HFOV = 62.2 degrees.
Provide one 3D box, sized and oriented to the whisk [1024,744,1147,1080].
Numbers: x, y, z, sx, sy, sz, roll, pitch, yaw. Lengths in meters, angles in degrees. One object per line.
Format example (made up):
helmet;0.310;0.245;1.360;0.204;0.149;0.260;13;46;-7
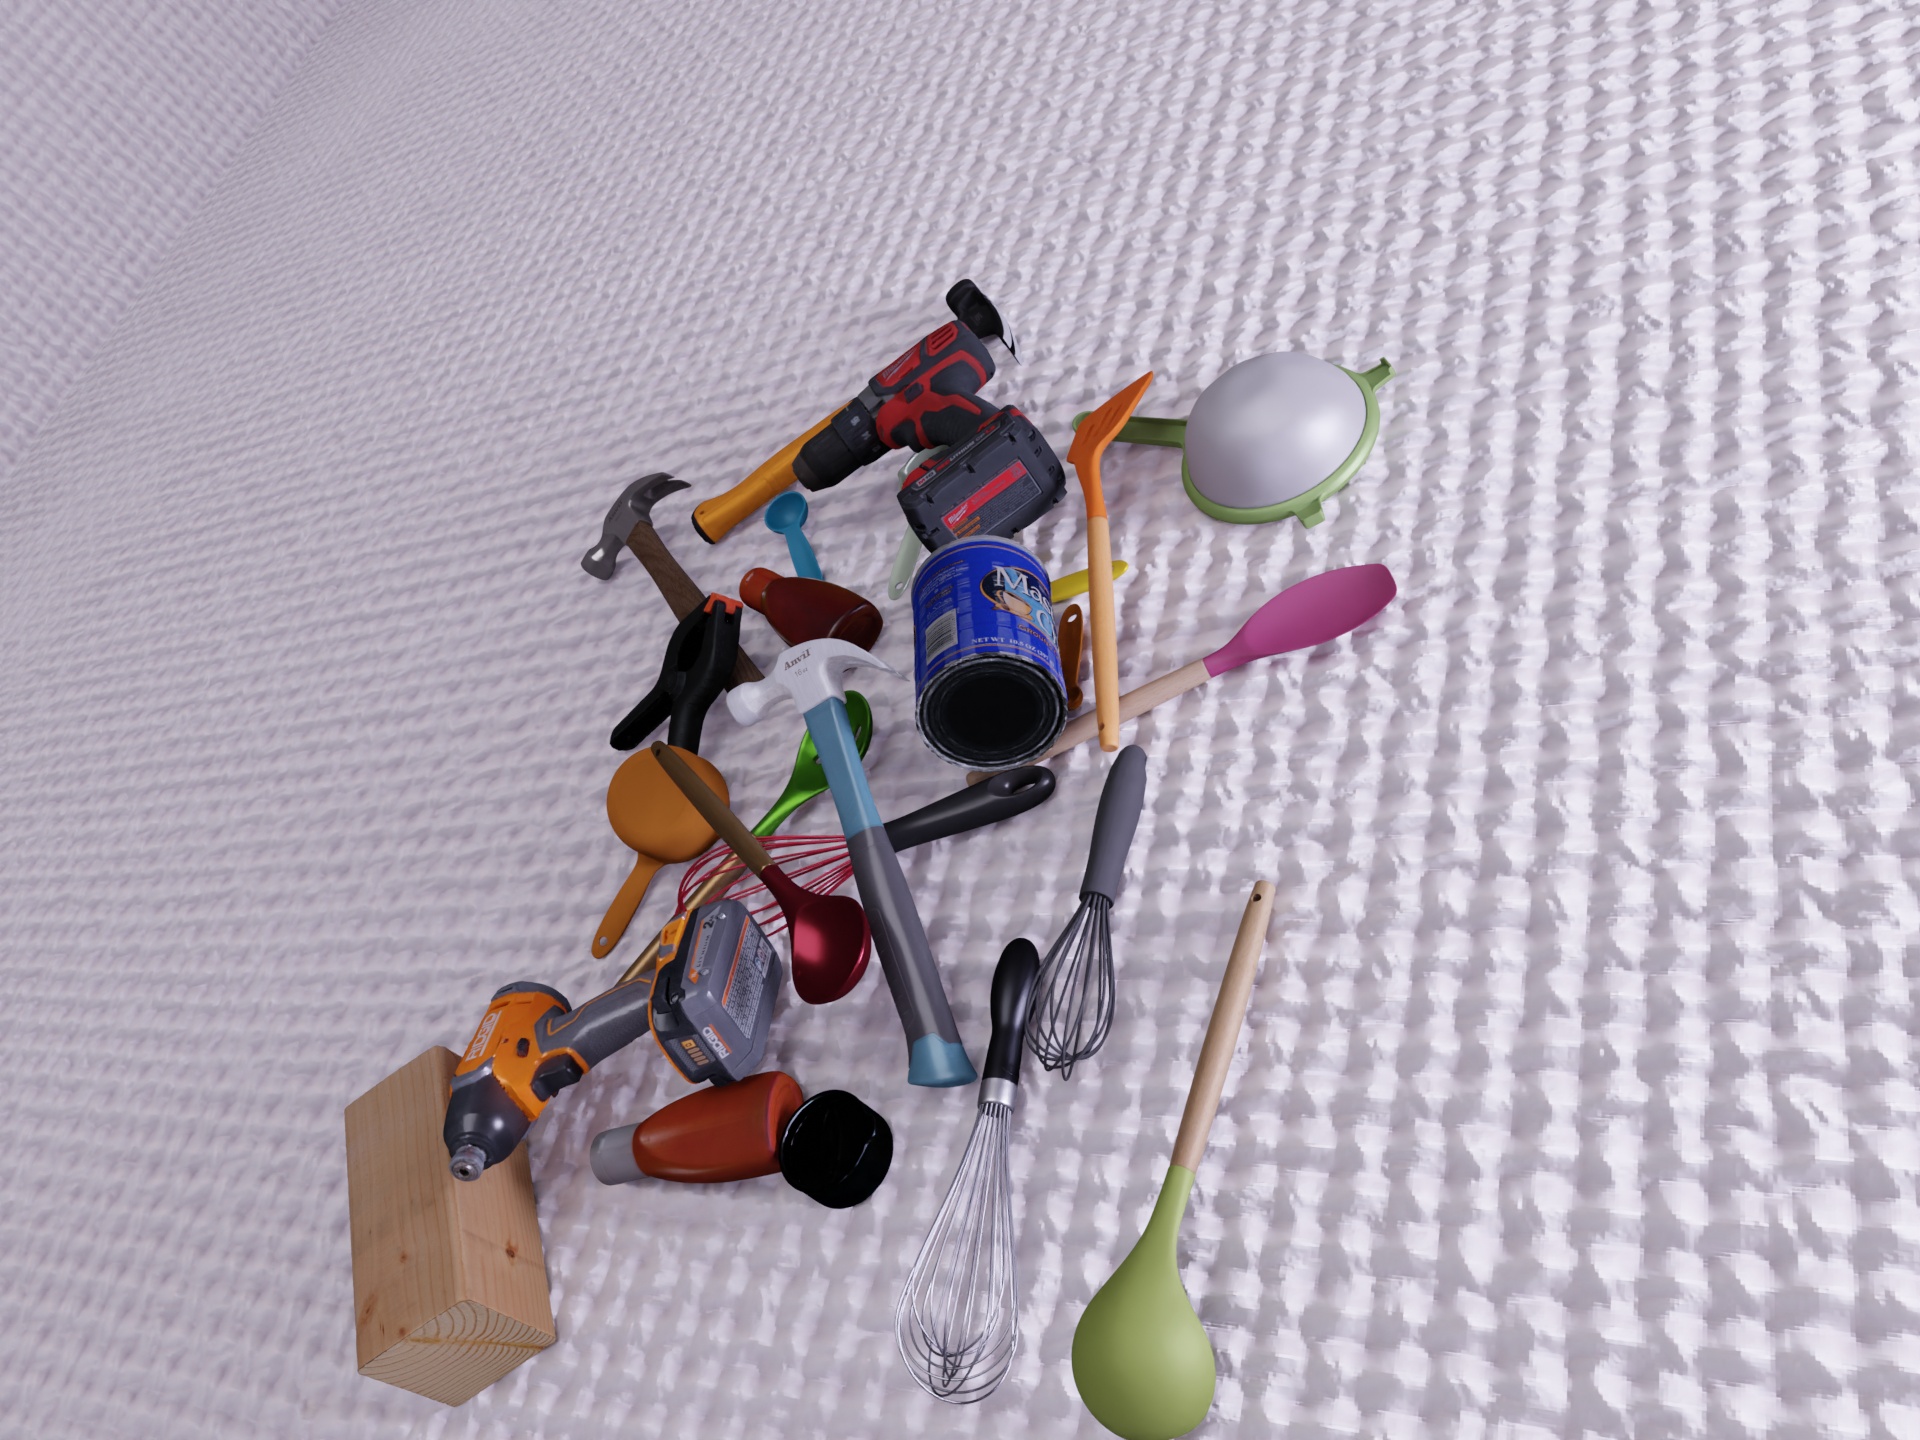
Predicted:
whisk;0.086;0.113;0.991;0.055;0.055;0.239;-6;49;31

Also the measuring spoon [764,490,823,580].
measuring spoon;-0.136;-0.147;1.376;0.042;0.021;0.129;-31;53;10

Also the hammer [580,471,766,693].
hammer;-0.240;-0.109;1.386;0.130;0.031;0.332;-56;45;16

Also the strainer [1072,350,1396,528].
strainer;0.179;-0.227;1.174;0.256;0.069;0.151;13;65;39

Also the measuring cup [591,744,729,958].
measuring cup;-0.245;0.099;1.210;0.095;0.052;0.174;24;80;18

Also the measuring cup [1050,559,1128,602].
measuring cup;0.050;-0.100;1.190;0.156;0.029;0.062;-17;49;27

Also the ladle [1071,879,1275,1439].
ladle;0.133;0.229;0.873;0.078;0.062;0.320;-3;48;35

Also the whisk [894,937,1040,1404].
whisk;0.017;0.249;0.923;0.070;0.070;0.285;-12;45;28

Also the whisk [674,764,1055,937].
whisk;-0.071;0.090;1.111;0.296;0.073;0.073;-21;47;12

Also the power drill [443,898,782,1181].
power drill;-0.241;0.219;1.063;0.226;0.084;0.164;-23;26;16

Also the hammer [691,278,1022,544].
hammer;-0.100;-0.264;1.426;0.337;0.034;0.127;-36;42;6

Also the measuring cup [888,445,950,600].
measuring cup;-0.022;-0.158;1.285;0.083;0.038;0.168;-1;58;34

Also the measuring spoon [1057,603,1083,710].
measuring spoon;0.080;-0.045;1.134;0.021;0.011;0.117;-26;34;24

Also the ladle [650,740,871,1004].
ladle;-0.143;0.091;1.082;0.069;0.031;0.316;-54;45;4

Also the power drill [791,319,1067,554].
power drill;-0.032;-0.210;1.252;0.188;0.080;0.227;-36;41;5

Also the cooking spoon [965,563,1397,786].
cooking spoon;0.144;-0.024;1.075;0.319;0.017;0.069;-26;37;15

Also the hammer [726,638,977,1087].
hammer;-0.060;0.089;1.049;0.128;0.033;0.331;-31;62;19

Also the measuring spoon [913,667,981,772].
measuring spoon;-0.002;-0.004;1.168;0.034;0.018;0.124;-33;51;9

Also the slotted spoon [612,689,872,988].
slotted spoon;-0.169;0.106;1.186;0.314;0.031;0.070;-49;44;-6

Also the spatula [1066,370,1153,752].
spatula;0.106;-0.119;1.133;0.081;0.041;0.323;-31;48;42
